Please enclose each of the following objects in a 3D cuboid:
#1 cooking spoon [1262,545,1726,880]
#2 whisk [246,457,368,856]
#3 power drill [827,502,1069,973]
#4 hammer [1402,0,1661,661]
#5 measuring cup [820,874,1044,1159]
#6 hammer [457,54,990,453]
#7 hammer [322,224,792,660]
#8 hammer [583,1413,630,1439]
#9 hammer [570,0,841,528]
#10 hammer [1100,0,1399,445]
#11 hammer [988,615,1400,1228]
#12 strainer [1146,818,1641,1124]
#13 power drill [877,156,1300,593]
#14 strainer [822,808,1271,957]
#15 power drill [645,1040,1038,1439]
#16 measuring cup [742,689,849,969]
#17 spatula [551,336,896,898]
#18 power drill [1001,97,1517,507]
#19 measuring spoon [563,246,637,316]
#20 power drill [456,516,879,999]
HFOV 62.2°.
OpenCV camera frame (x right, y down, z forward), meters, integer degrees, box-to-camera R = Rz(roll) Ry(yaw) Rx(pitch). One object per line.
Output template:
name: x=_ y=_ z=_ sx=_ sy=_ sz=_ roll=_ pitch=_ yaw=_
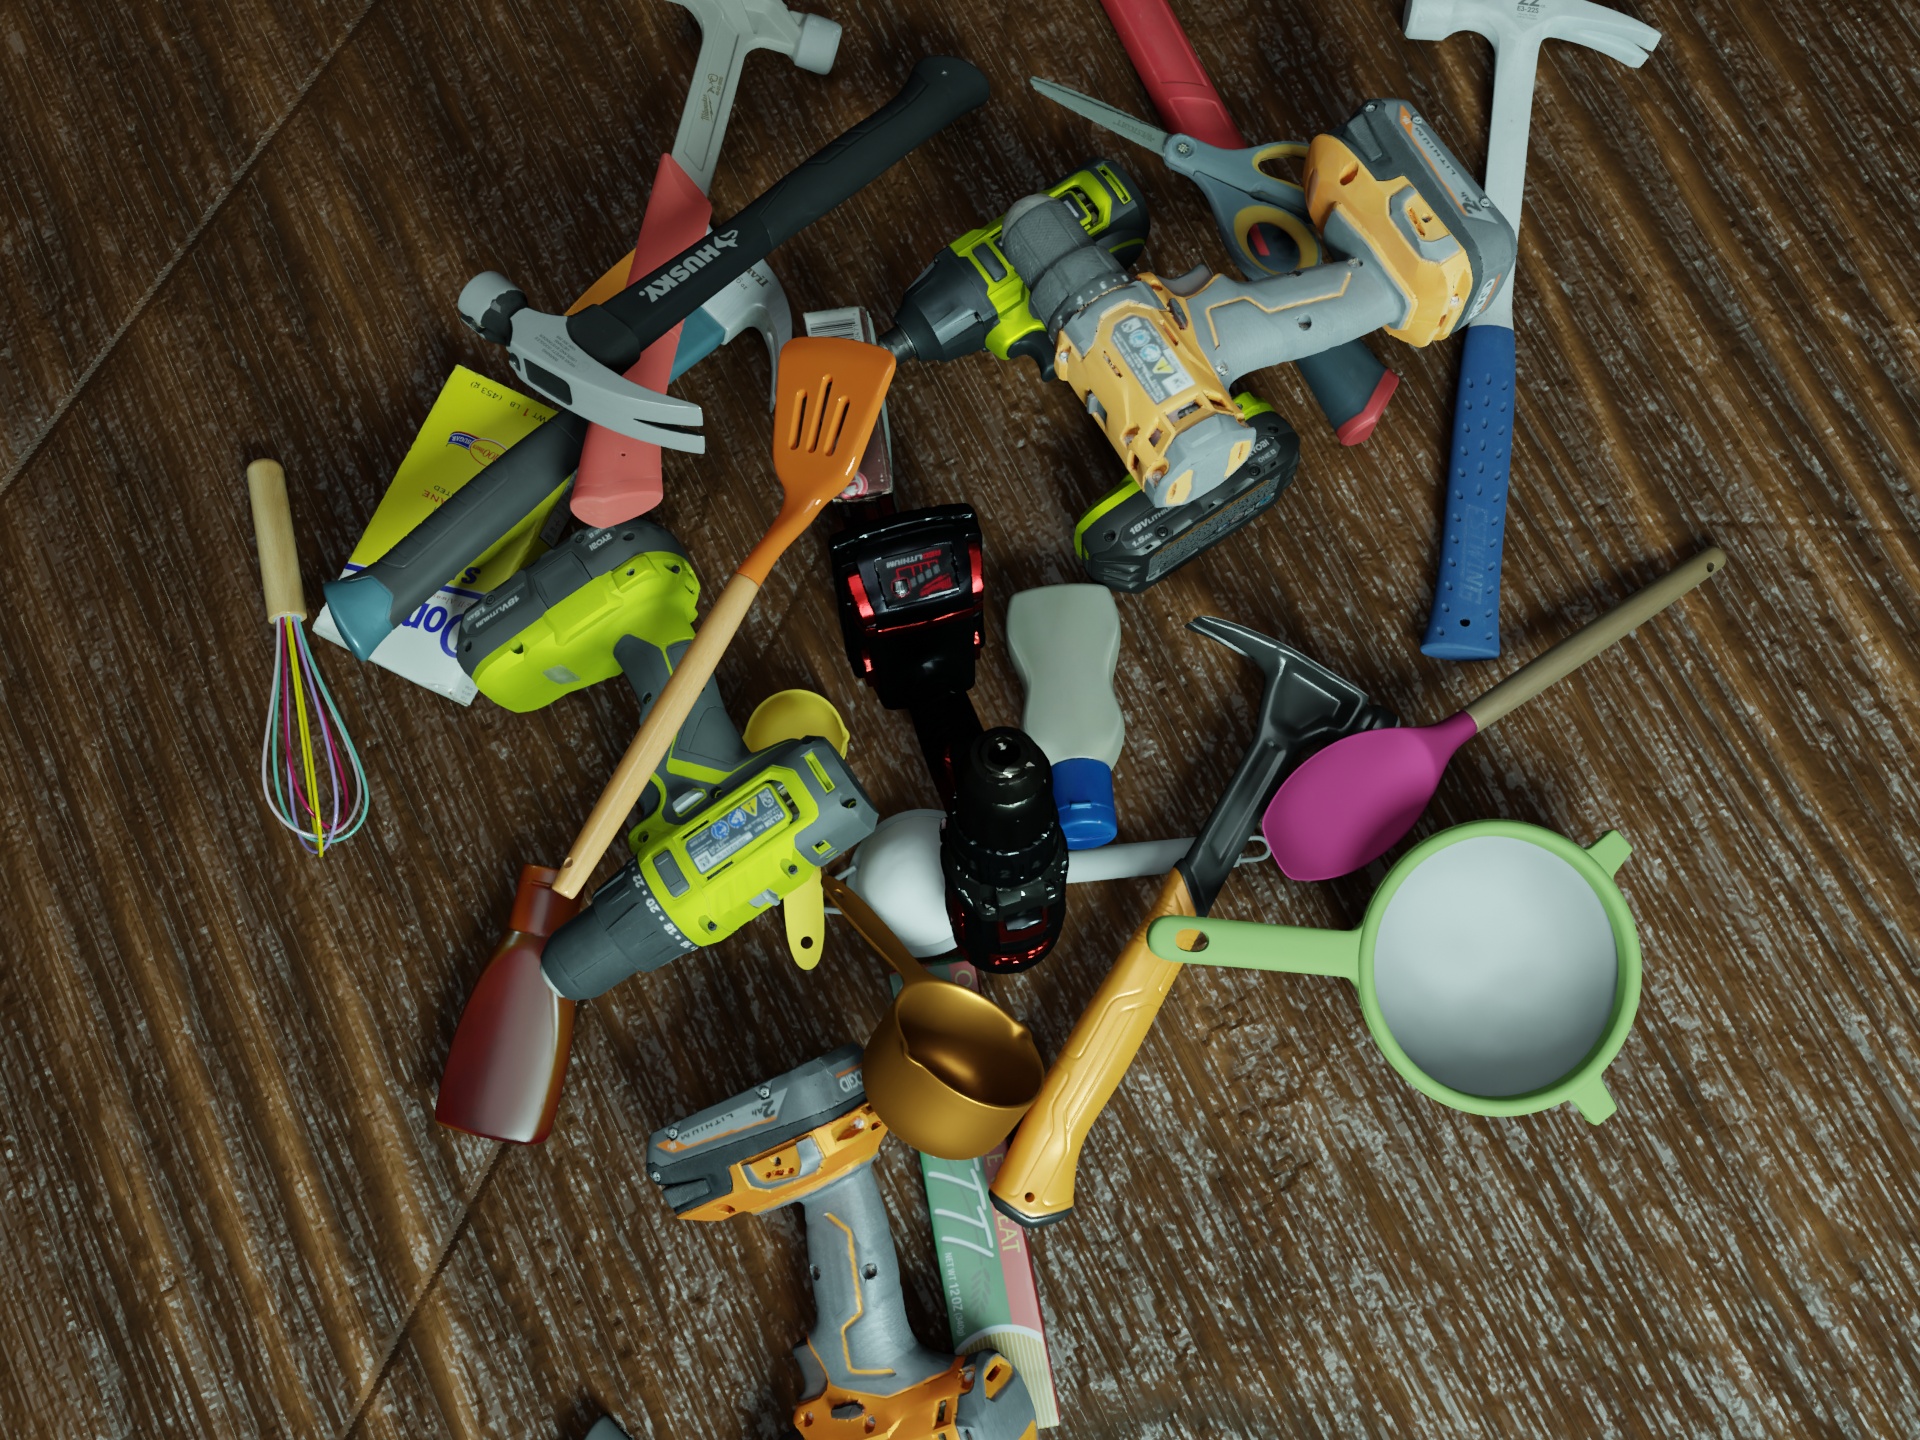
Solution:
cooking spoon: x=0.295 y=-0.012 z=0.863 sx=0.319 sy=0.017 sz=0.068 roll=-31 pitch=103 yaw=-12
whisk: x=-0.386 y=-0.040 z=0.925 sx=0.051 sy=0.047 sz=0.245 roll=-15 pitch=77 yaw=2
power drill: x=-0.001 y=-0.003 z=0.799 sx=0.080 sy=0.187 sz=0.227 roll=-15 pitch=59 yaw=-7
hammer: x=0.312 y=-0.234 z=0.915 sx=0.144 sy=0.035 sz=0.405 roll=7 pitch=81 yaw=5
measuring cup: x=-0.032 y=0.155 z=0.833 sx=0.174 sy=0.095 sz=0.052 roll=45 pitch=117 yaw=31
hammer: x=-0.098 y=-0.273 z=0.872 sx=0.146 sy=0.035 sz=0.335 roll=38 pitch=63 yaw=15
hammer: x=-0.222 y=-0.157 z=0.890 sx=0.128 sy=0.033 sz=0.331 roll=43 pitch=68 yaw=0
hammer: x=-0.042 y=0.506 z=0.819 sx=0.409 sy=0.036 sz=0.149 roll=38 pitch=84 yaw=9
hammer: x=-0.173 y=-0.277 z=0.902 sx=0.149 sy=0.036 sz=0.359 roll=14 pitch=70 yaw=-10
hammer: x=0.136 y=-0.329 z=0.940 sx=0.143 sy=0.038 sz=0.386 roll=-25 pitch=80 yaw=1
hammer: x=0.103 y=0.110 z=0.847 sx=0.127 sy=0.034 sz=0.337 roll=31 pitch=82 yaw=-3
strainer: x=0.221 y=0.123 z=0.837 sx=0.256 sy=0.069 sz=0.151 roll=5 pitch=85 yaw=-3
power drill: x=0.072 y=-0.191 z=0.905 sx=0.171 sy=0.080 sz=0.223 roll=-33 pitch=77 yaw=-3
strainer: x=0.044 y=0.080 z=0.881 sx=0.258 sy=0.050 sz=0.087 roll=-5 pitch=66 yaw=-1
power drill: x=-0.076 y=0.300 z=0.822 sx=0.164 sy=0.084 sz=0.226 roll=-28 pitch=81 yaw=19
measuring cup: x=-0.089 y=0.061 z=0.898 sx=0.062 sy=0.029 sz=0.156 roll=-4 pitch=83 yaw=3
spatula: x=-0.127 y=-0.056 z=0.817 sx=0.081 sy=0.041 sz=0.323 roll=17 pitch=71 yaw=34
power drill: x=0.148 y=-0.238 z=0.837 sx=0.226 sy=0.084 sz=0.185 roll=-30 pitch=74 yaw=-6
measuring spoon: x=-0.211 y=-0.260 z=0.966 sx=0.021 sy=0.011 sz=0.117 roll=43 pitch=89 yaw=-1
power drill: x=-0.177 y=0.020 z=0.861 sx=0.190 sy=0.080 sz=0.229 roll=-34 pitch=69 yaw=0
